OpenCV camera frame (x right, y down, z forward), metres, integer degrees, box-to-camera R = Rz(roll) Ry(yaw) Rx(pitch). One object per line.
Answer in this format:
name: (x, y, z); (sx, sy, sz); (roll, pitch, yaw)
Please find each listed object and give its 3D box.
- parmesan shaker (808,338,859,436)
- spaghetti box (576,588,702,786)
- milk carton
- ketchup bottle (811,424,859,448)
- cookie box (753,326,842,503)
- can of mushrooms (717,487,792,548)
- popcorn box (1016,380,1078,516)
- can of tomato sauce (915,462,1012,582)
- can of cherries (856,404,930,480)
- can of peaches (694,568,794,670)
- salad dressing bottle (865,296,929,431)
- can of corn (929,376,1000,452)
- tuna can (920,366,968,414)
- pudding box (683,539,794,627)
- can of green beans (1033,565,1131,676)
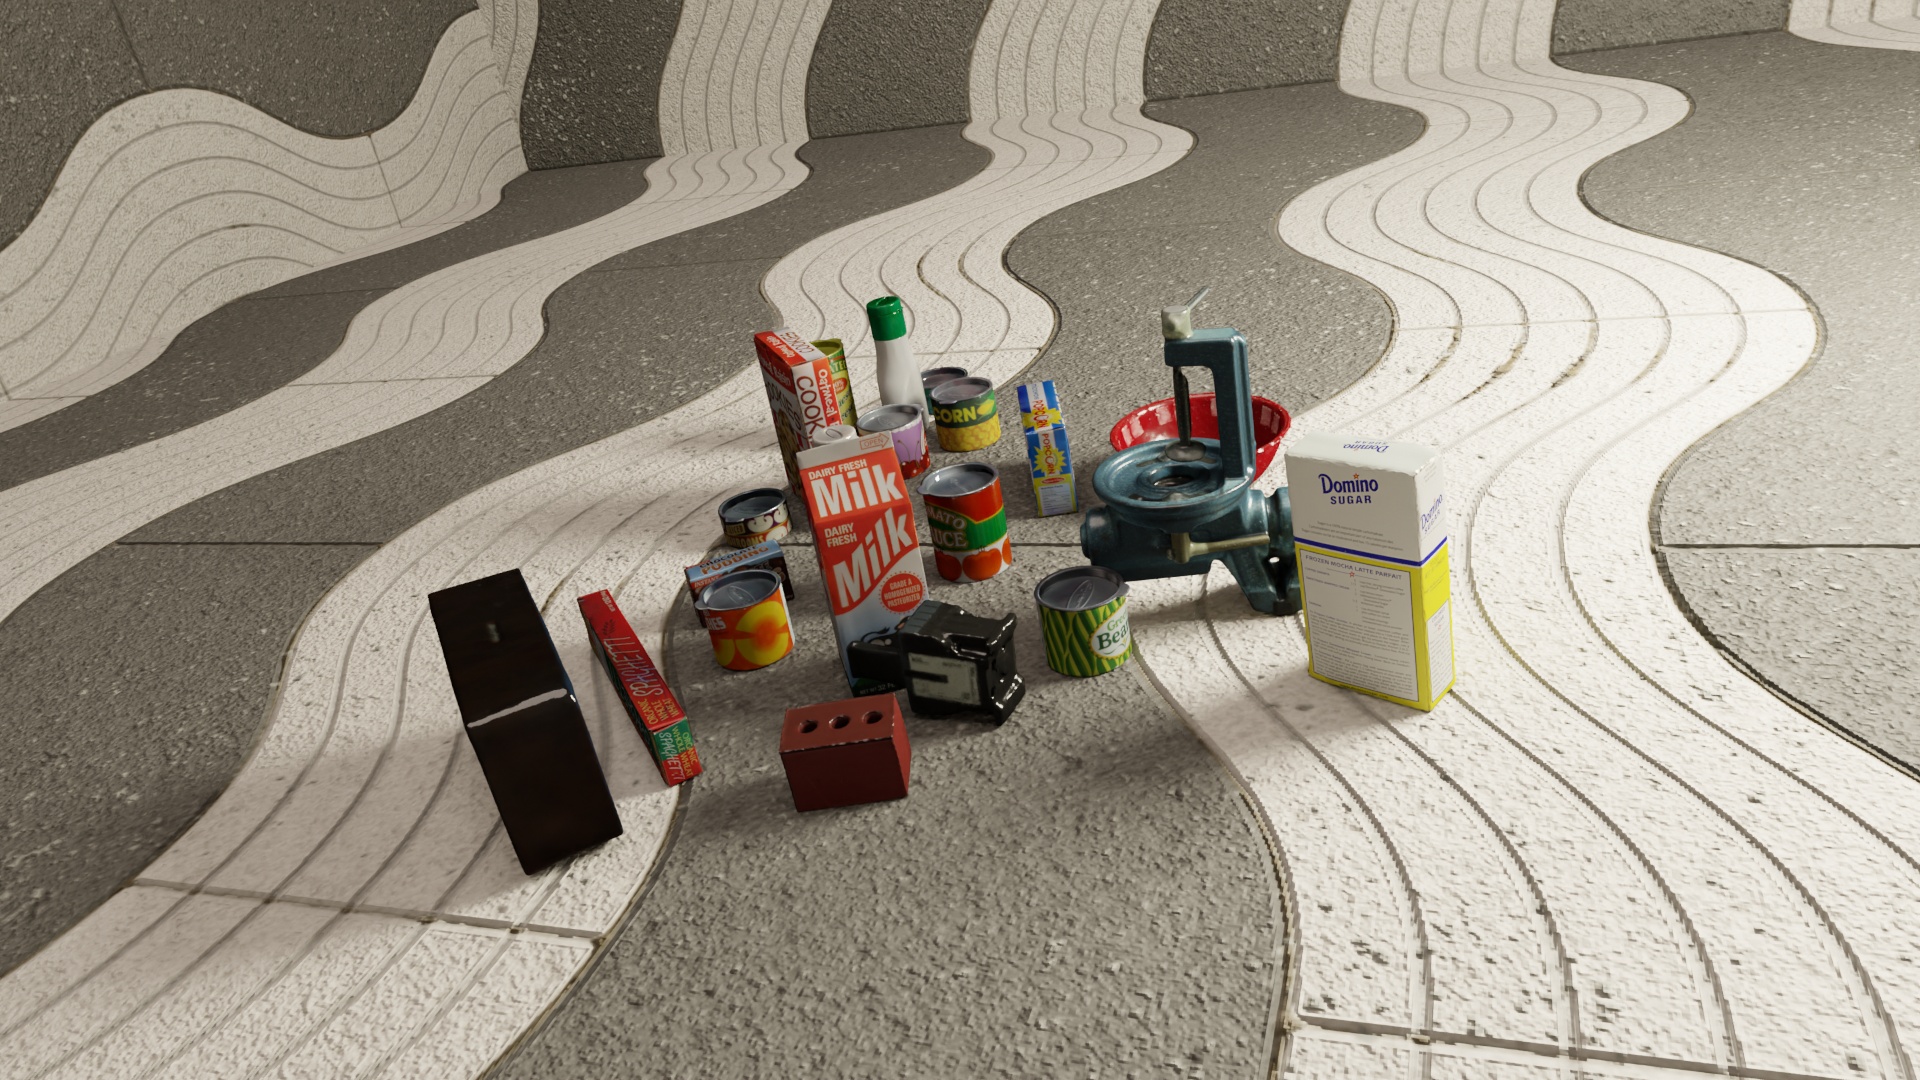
parmesan shaker: (-0.146, -0.158, 1.497); (0.071, 0.102, 0.071); (-9, 26, 4)
spaghetti box: (-0.250, 0.107, 1.065); (0.029, 0.050, 0.250); (-21, 28, -19)
milk carton: (-0.068, 0.013, 1.025); (0.072, 0.189, 0.074); (-15, 26, -8)
ketchup bottle: (-0.089, -0.022, 1.150); (0.044, 0.148, 0.065); (-22, 28, -22)
cookie box: (-0.147, -0.109, 1.327); (0.040, 0.166, 0.123); (-19, 27, -17)
can of mushrooms: (-0.196, -0.020, 1.318); (0.071, 0.033, 0.071); (-9, 26, 4)
popcorn box: (0.080, -0.087, 1.290); (0.038, 0.085, 0.127); (-9, 26, 3)
can of tomato sauce: (0.004, -0.015, 1.176); (0.071, 0.082, 0.071); (-9, 26, 4)
can of cherries: (-0.064, -0.099, 1.398); (0.071, 0.058, 0.072); (-9, 26, 4)
can of peaches: (-0.172, 0.064, 1.112); (0.071, 0.057, 0.071); (-9, 26, 4)
salad dressing bottle: (-0.068, -0.183, 1.467); (0.044, 0.147, 0.064); (-1, 27, 19)
can of corn: (0.004, -0.129, 1.434); (0.071, 0.058, 0.071); (-9, 26, 4)
tuna can: (-0.021, -0.166, 1.546); (0.071, 0.032, 0.071); (-9, 26, 4)
pudding box: (-0.188, 0.036, 1.184); (0.084, 0.049, 0.030); (-18, 27, -15)
can of green beans: (0.091, 0.059, 1.023); (0.071, 0.057, 0.071); (-9, 26, 4)
